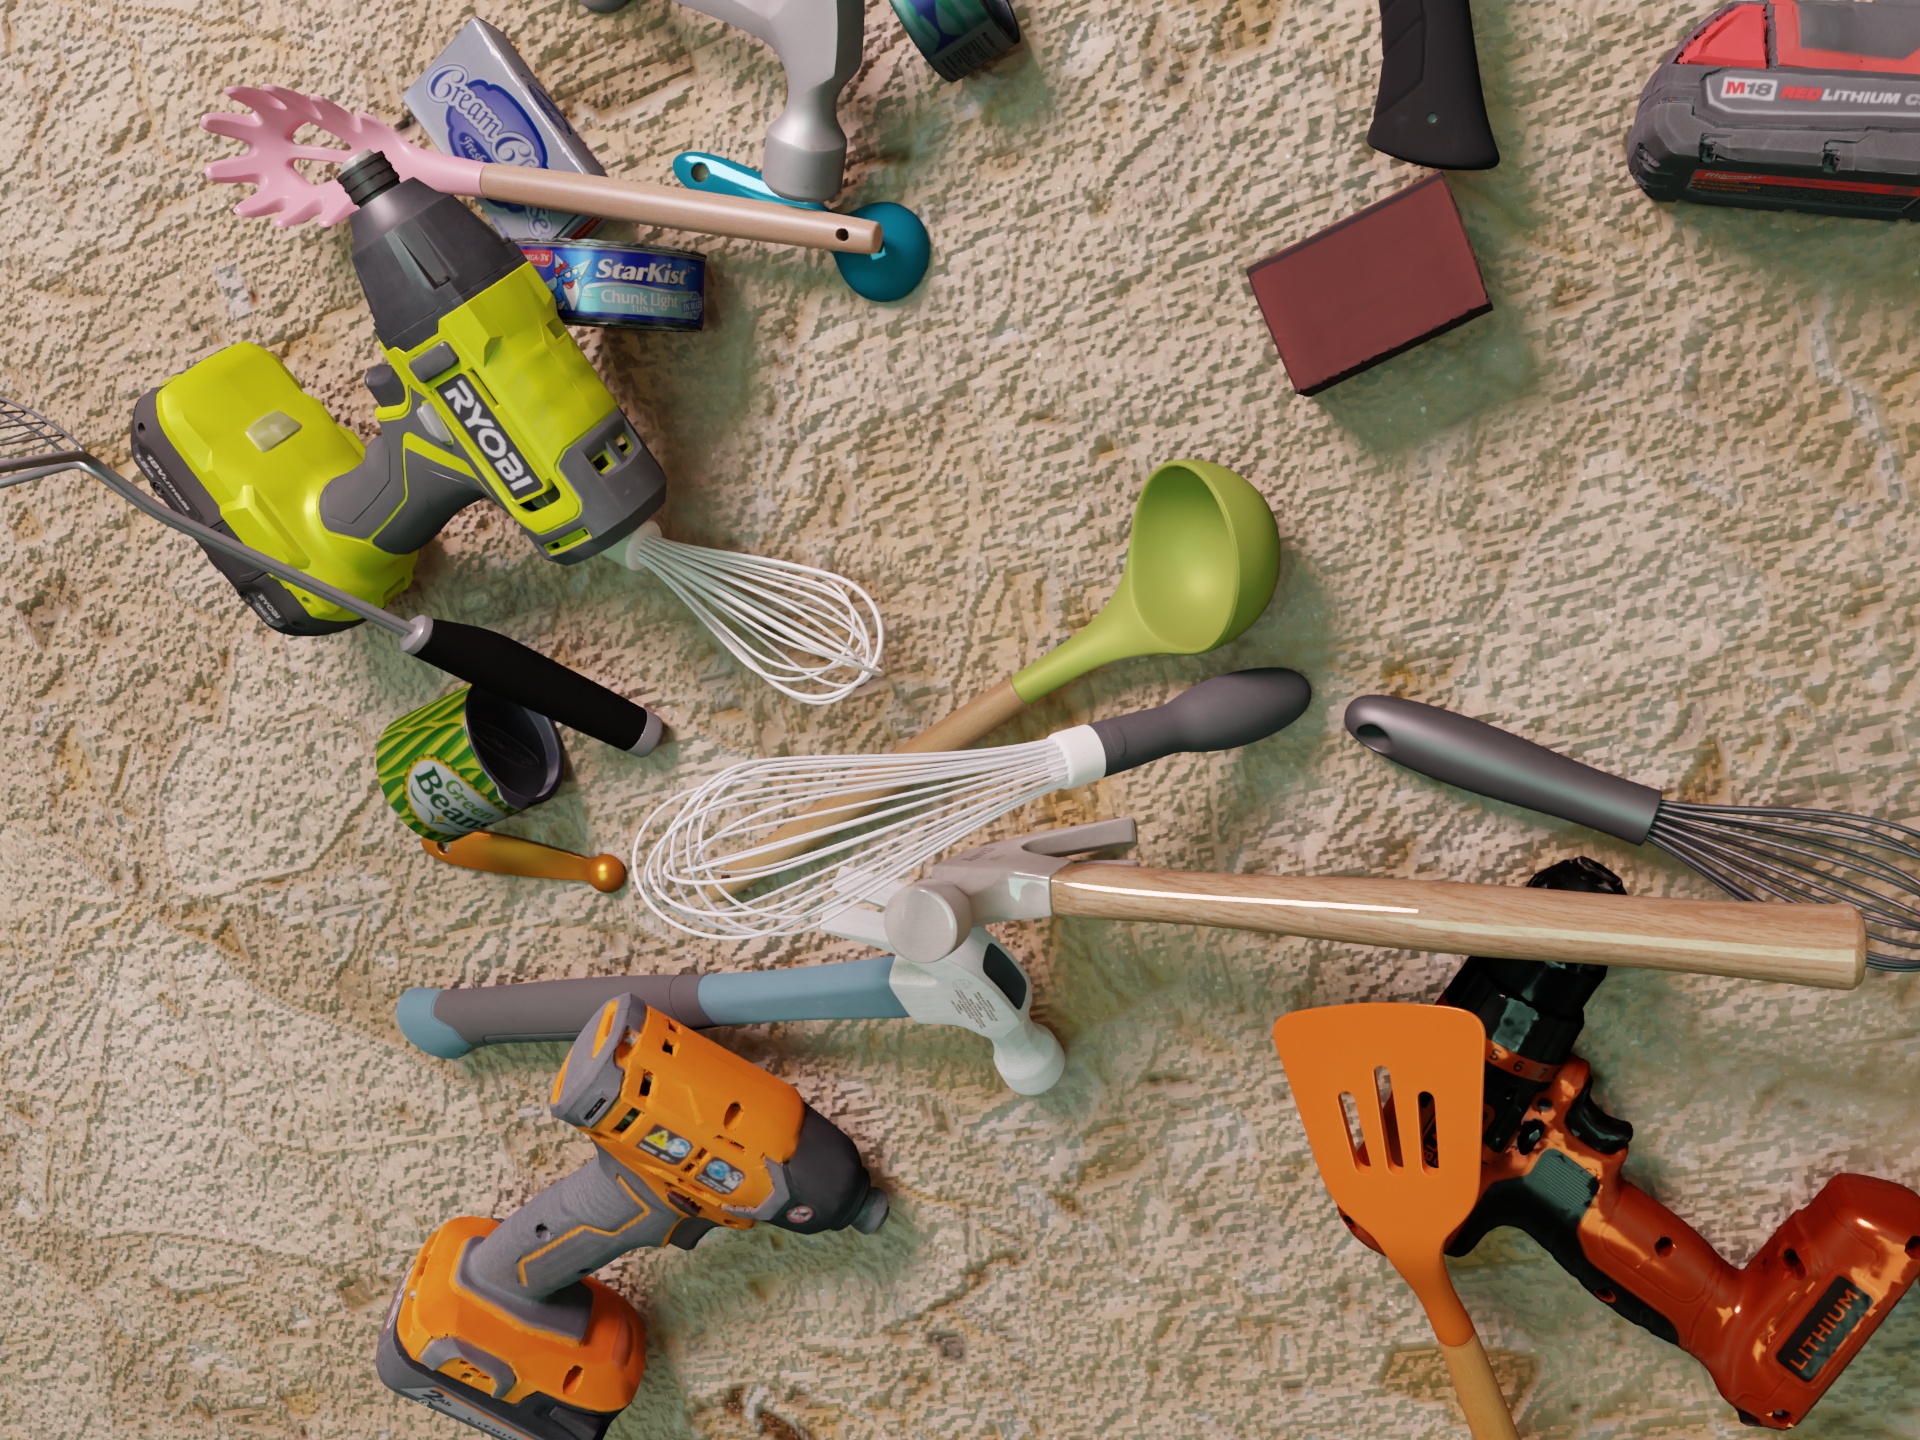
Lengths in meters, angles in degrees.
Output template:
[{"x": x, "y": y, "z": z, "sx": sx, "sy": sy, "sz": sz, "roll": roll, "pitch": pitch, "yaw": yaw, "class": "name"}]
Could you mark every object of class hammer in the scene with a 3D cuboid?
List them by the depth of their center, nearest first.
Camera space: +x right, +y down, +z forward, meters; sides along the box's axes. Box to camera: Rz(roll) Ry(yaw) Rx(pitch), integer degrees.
[{"x": 0.150, "y": -0.360, "z": 0.548, "sx": 0.146, "sy": 0.035, "sz": 0.334, "roll": -8, "pitch": 103, "yaw": 20, "class": "hammer"}, {"x": 0.146, "y": 0.070, "z": 0.593, "sx": 0.331, "sy": 0.130, "sz": 0.031, "roll": 2, "pitch": 100, "yaw": 24, "class": "hammer"}, {"x": -0.210, "y": -0.360, "z": 0.681, "sx": 0.406, "sy": 0.035, "sz": 0.144, "roll": 28, "pitch": 130, "yaw": 19, "class": "hammer"}, {"x": -0.125, "y": 0.132, "z": 0.738, "sx": 0.331, "sy": 0.033, "sz": 0.128, "roll": -9, "pitch": 131, "yaw": 25, "class": "hammer"}]

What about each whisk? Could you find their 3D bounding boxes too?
[{"x": 0.016, "y": 0.023, "z": 0.604, "sx": 0.284, "sy": 0.070, "sz": 0.070, "roll": -15, "pitch": 95, "yaw": -21, "class": "whisk"}, {"x": 0.261, "y": 0.035, "z": 0.605, "sx": 0.239, "sy": 0.055, "sz": 0.055, "roll": 21, "pitch": 105, "yaw": 19, "class": "whisk"}, {"x": -0.138, "y": -0.076, "z": 0.722, "sx": 0.246, "sy": 0.059, "sz": 0.058, "roll": 28, "pitch": 94, "yaw": 17, "class": "whisk"}]

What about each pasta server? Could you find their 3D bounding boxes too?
[{"x": -0.185, "y": -0.230, "z": 0.690, "sx": 0.316, "sy": 0.040, "sz": 0.060, "roll": 13, "pitch": 115, "yaw": 15, "class": "pasta server"}]

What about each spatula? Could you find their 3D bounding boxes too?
[{"x": 0.204, "y": 0.251, "z": 0.627, "sx": 0.081, "sy": 0.041, "sz": 0.322, "roll": -10, "pitch": 115, "yaw": 34, "class": "spatula"}]

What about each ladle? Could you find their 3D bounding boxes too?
[{"x": -0.001, "y": -0.002, "z": 0.683, "sx": 0.320, "sy": 0.062, "sz": 0.078, "roll": -33, "pitch": 61, "yaw": 23, "class": "ladle"}]

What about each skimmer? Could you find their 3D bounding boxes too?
[{"x": -0.289, "y": -0.034, "z": 0.645, "sx": 0.127, "sy": 0.363, "sz": 0.090, "roll": 4, "pitch": 71, "yaw": 53, "class": "skimmer"}]

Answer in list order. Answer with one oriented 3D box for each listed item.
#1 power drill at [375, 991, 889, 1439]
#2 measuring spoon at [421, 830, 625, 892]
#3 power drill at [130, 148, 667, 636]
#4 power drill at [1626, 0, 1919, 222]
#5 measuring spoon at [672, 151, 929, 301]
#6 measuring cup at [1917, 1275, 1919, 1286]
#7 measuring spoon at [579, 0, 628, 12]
[{"x": -0.150, "y": 0.244, "z": 0.742, "sx": 0.164, "sy": 0.084, "sz": 0.226, "roll": 34, "pitch": 112, "yaw": -17, "class": "power drill"}, {"x": -0.220, "y": 0.069, "z": 0.789, "sx": 0.117, "sy": 0.011, "sz": 0.021, "roll": 8, "pitch": 101, "yaw": 17, "class": "measuring spoon"}, {"x": -0.250, "y": -0.129, "z": 0.683, "sx": 0.223, "sy": 0.080, "sz": 0.171, "roll": -15, "pitch": 118, "yaw": 37, "class": "power drill"}, {"x": 0.283, "y": -0.295, "z": 0.531, "sx": 0.188, "sy": 0.080, "sz": 0.226, "roll": 11, "pitch": 99, "yaw": 17, "class": "power drill"}, {"x": -0.074, "y": -0.220, "z": 0.688, "sx": 0.129, "sy": 0.021, "sz": 0.042, "roll": 26, "pitch": 106, "yaw": 12, "class": "measuring spoon"}, {"x": 0.439, "y": 0.205, "z": 0.569, "sx": 0.173, "sy": 0.052, "sz": 0.095, "roll": 2, "pitch": 99, "yaw": 16, "class": "measuring cup"}, {"x": -0.119, "y": -0.325, "z": 0.689, "sx": 0.124, "sy": 0.018, "sz": 0.034, "roll": 10, "pitch": 101, "yaw": 17, "class": "measuring spoon"}]
